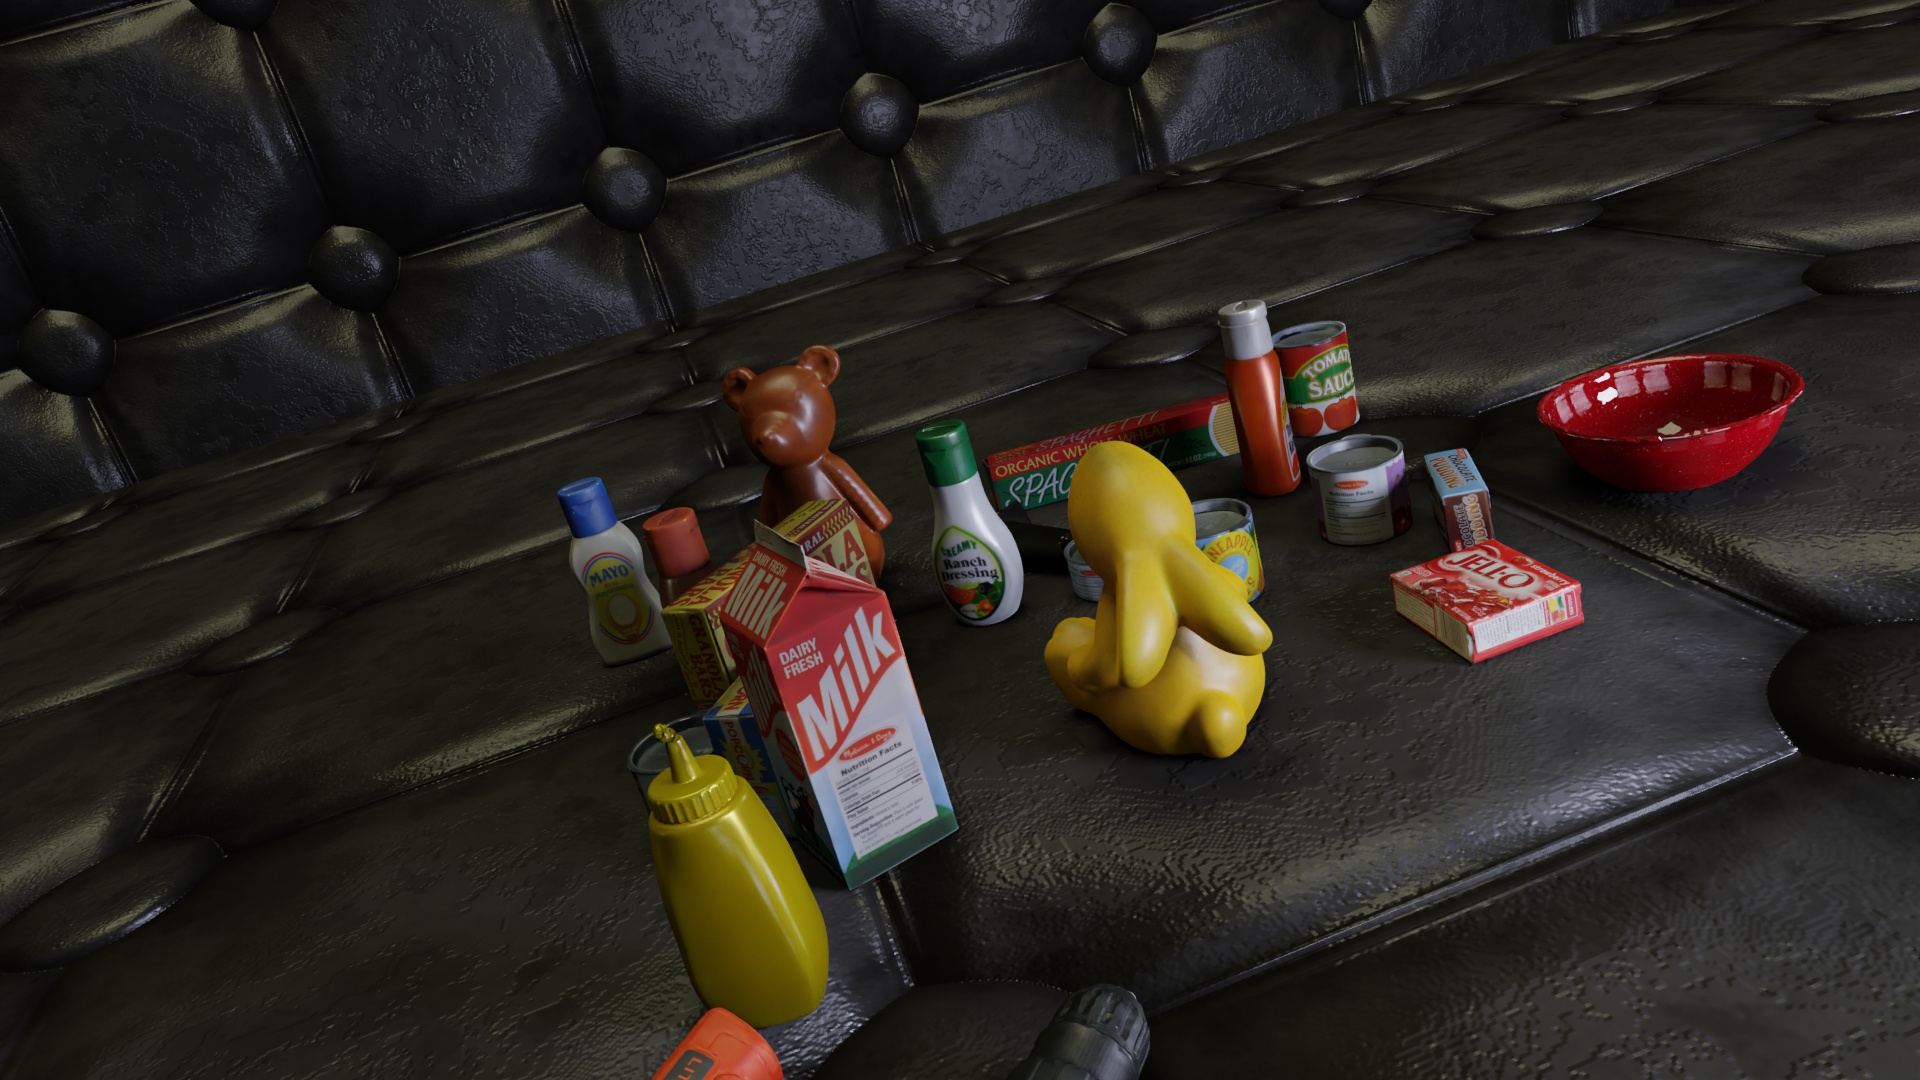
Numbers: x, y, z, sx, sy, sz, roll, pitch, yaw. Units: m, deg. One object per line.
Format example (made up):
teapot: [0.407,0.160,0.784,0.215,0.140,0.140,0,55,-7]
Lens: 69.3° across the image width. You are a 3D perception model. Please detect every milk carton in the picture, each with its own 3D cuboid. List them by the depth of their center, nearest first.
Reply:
milk carton: [-0.071,0.081,0.750,0.074,0.189,0.072,-25,22,-23]

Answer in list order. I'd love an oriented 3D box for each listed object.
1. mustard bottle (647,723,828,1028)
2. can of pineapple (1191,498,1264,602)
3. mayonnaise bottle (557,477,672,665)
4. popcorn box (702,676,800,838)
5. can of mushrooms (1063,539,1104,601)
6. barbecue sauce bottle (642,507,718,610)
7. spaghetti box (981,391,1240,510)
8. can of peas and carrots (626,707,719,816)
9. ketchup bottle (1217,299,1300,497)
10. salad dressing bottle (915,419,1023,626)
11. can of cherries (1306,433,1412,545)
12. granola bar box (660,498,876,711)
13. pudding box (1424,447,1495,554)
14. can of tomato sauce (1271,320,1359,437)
mustard bottle: [-0.109,0.150,0.643,0.065,0.159,0.049,-13,20,8]
can of pineapple: [0.170,0.011,0.944,0.071,0.057,0.071,-14,21,5]
mayonnaise bottle: [-0.279,0.024,1.105,0.065,0.147,0.041,-18,20,-5]
popcorn box: [-0.101,0.110,0.846,0.038,0.085,0.127,-7,22,22]
can of mushrooms: [0.113,0.015,1.009,0.071,0.033,0.071,-14,21,5]
barbecue sauce bottle: [-0.180,0.051,0.965,0.043,0.148,0.065,-11,21,13]
spaghetti box: [0.145,-0.078,1.199,0.250,0.050,0.029,-15,20,2]
can of peas and carrots: [-0.159,0.144,0.838,0.071,0.058,0.071,-14,21,5]
ketchup bottle: [0.232,-0.112,1.084,0.043,0.148,0.065,-10,21,16]
salad dressing bottle: [0.004,-0.012,0.996,0.064,0.147,0.044,-5,23,26]
can of cherries: [0.284,-0.037,0.983,0.071,0.058,0.072,-14,21,5]
granola bar box: [-0.115,0.062,0.925,0.039,0.123,0.166,-3,24,32]
pudding box: [0.334,-0.025,0.929,0.030,0.049,0.084,-11,21,14]
can of tomato sauce: [0.305,-0.138,1.192,0.071,0.082,0.071,-14,21,5]
